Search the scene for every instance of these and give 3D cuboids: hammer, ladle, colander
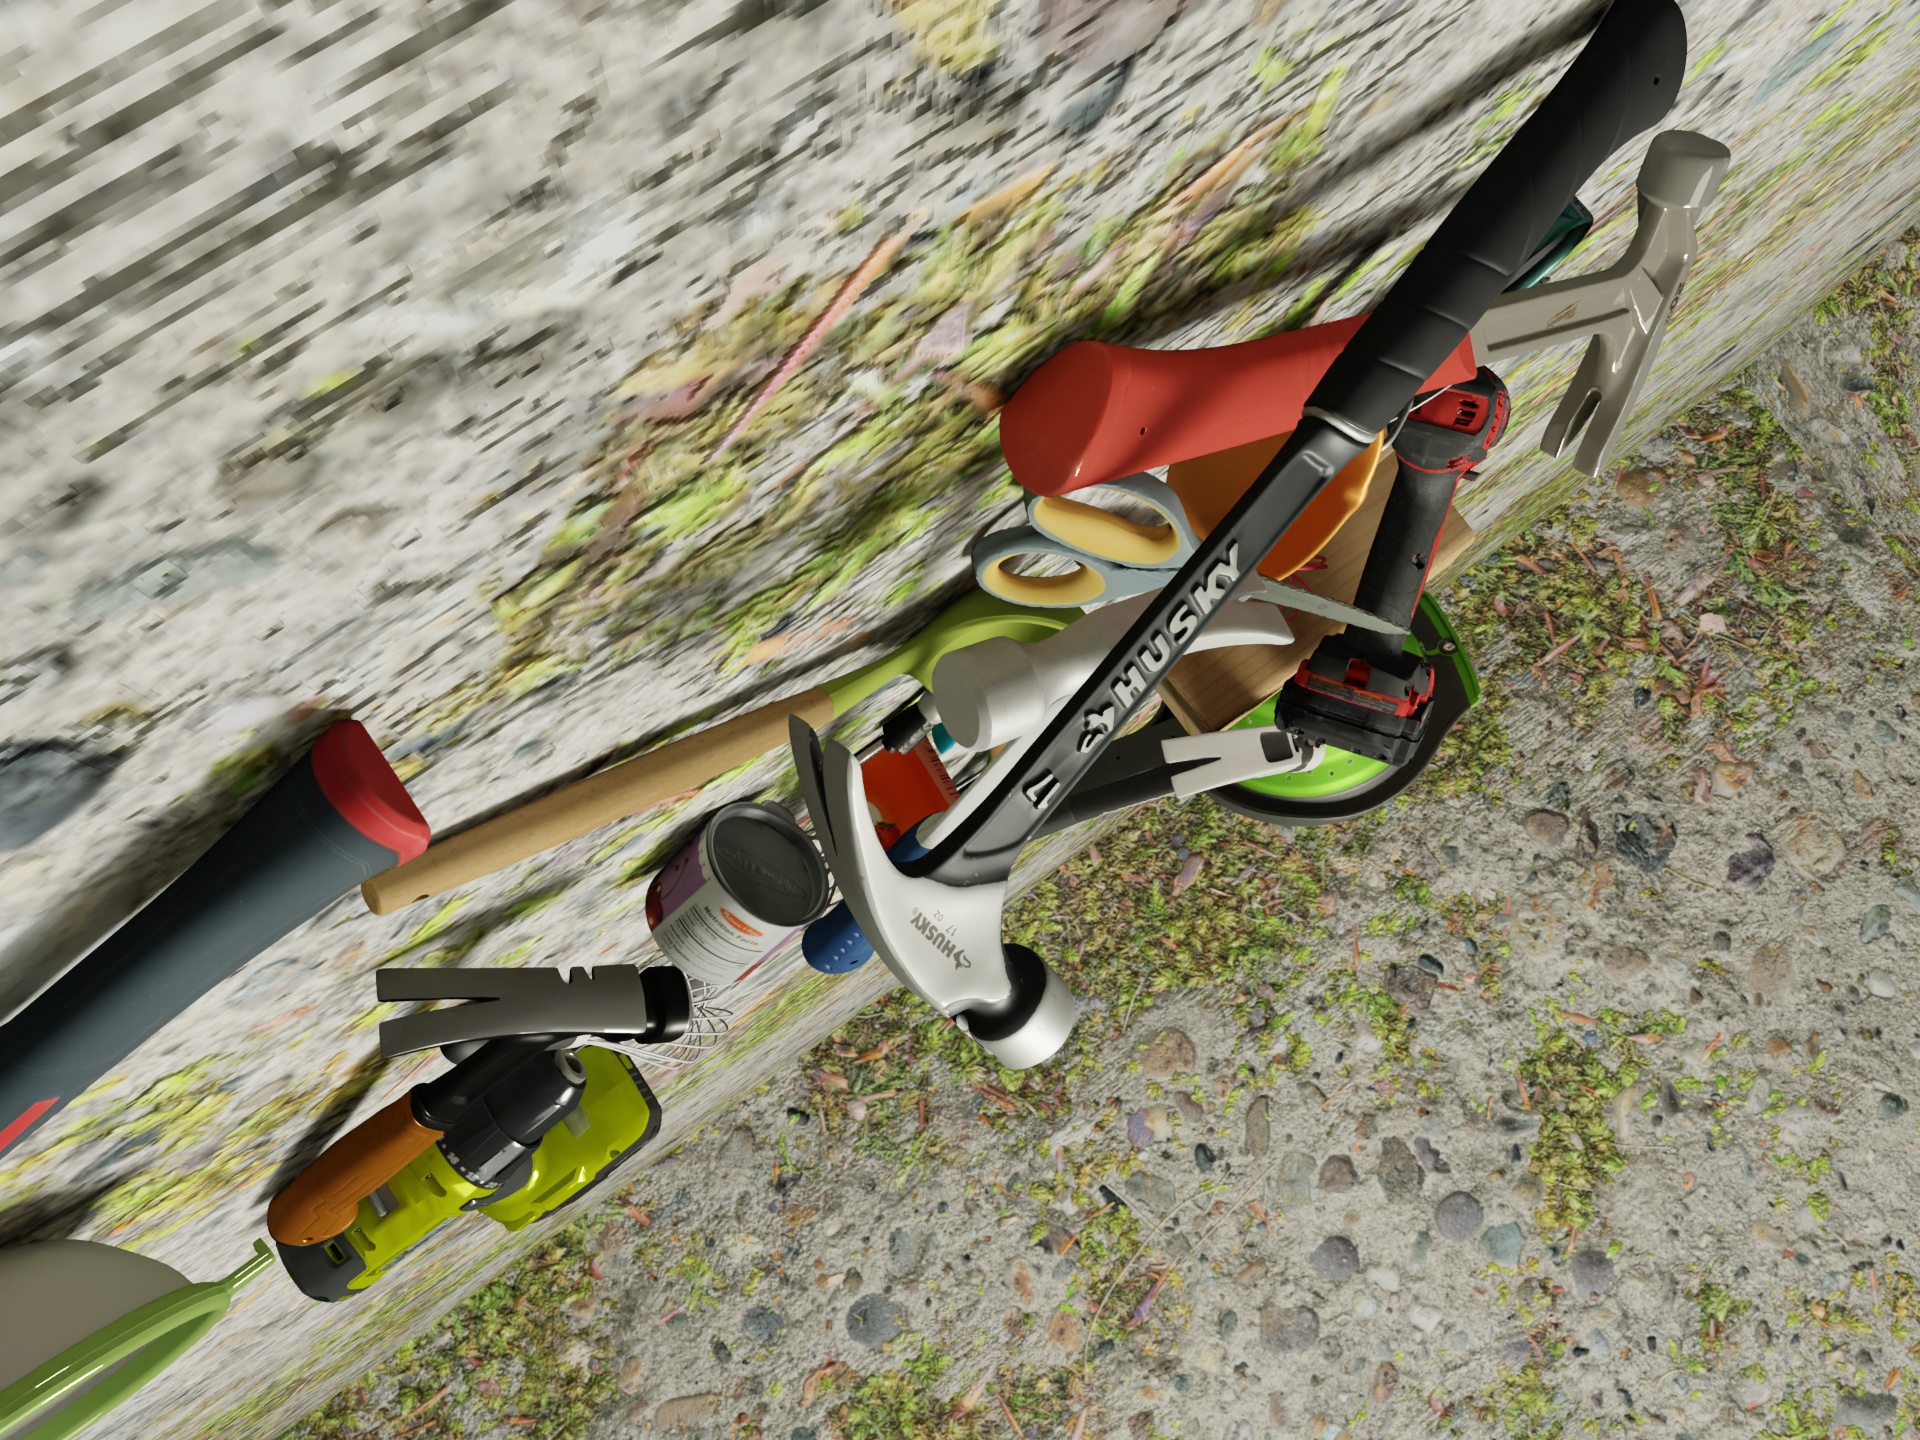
[{"bbox_3d":[-0.257,0.185,0.725,0.127,0.034,0.337,6,148,-39],"label":"hammer"},{"bbox_3d":[-0.065,0.013,0.592,0.320,0.062,0.078,-25,168,-40],"label":"ladle"},{"bbox_3d":[0.159,-0.127,0.589,0.359,0.037,0.149,-21,137,-34],"label":"hammer"},{"bbox_3d":[0.105,-0.083,0.502,0.409,0.036,0.149,-50,133,-10],"label":"hammer"},{"bbox_3d":[0.065,0.062,1.060,0.335,0.035,0.146,-20,170,37],"label":"hammer"},{"bbox_3d":[-0.291,0.129,0.394,0.386,0.038,0.143,-38,169,9],"label":"hammer"},{"bbox_3d":[0.163,-0.007,1.131,0.397,0.205,0.094,-21,146,7],"label":"colander"},{"bbox_3d":[0.001,0.044,0.699,0.144,0.035,0.405,-20,166,-26],"label":"hammer"}]

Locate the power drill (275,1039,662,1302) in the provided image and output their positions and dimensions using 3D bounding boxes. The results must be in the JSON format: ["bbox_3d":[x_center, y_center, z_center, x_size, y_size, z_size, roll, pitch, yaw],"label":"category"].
[{"bbox_3d":[-0.271,0.254,0.957,0.190,0.080,0.228,-37,168,5],"label":"power drill"}]

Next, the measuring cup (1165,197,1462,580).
[{"bbox_3d":[0.143,-0.139,0.643,0.095,0.052,0.173,-9,133,-48],"label":"measuring cup"}]

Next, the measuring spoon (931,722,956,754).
[{"bbox_3d":[-0.001,-0.003,0.879,0.042,0.021,0.128,-44,180,-1],"label":"measuring spoon"}]

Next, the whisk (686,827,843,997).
[{"bbox_3d":[-0.121,0.124,0.961,0.055,0.055,0.239,-28,172,-42],"label":"whisk"}]

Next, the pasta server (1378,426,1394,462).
[{"bbox_3d":[0.170,-0.094,0.968,0.316,0.040,0.060,-38,128,-4],"label":"pasta server"}]

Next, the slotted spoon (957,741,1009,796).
[{"bbox_3d":[0.025,0.015,1.010,0.070,0.031,0.313,-30,168,-8],"label":"slotted spoon"}]

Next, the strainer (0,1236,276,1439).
[{"bbox_3d":[-0.392,0.265,0.595,0.256,0.069,0.151,-39,173,18],"label":"strainer"}]

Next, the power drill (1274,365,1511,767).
[{"bbox_3d":[0.251,-0.095,0.894,0.143,0.078,0.219,-23,130,-67],"label":"power drill"}]

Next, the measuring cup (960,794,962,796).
[{"bbox_3d":[-0.027,0.050,0.984,0.062,0.029,0.156,-42,170,29],"label":"measuring cup"}]

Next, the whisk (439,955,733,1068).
[{"bbox_3d":[-0.196,0.164,0.857,0.070,0.070,0.284,-38,166,8],"label":"whisk"}]

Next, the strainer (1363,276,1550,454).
[{"bbox_3d":[0.238,-0.186,0.766,0.087,0.050,0.258,-22,-171,43],"label":"strainer"}]

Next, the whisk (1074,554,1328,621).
[{"bbox_3d":[0.124,-0.080,0.817,0.073,0.073,0.295,-41,164,24],"label":"whisk"}]
